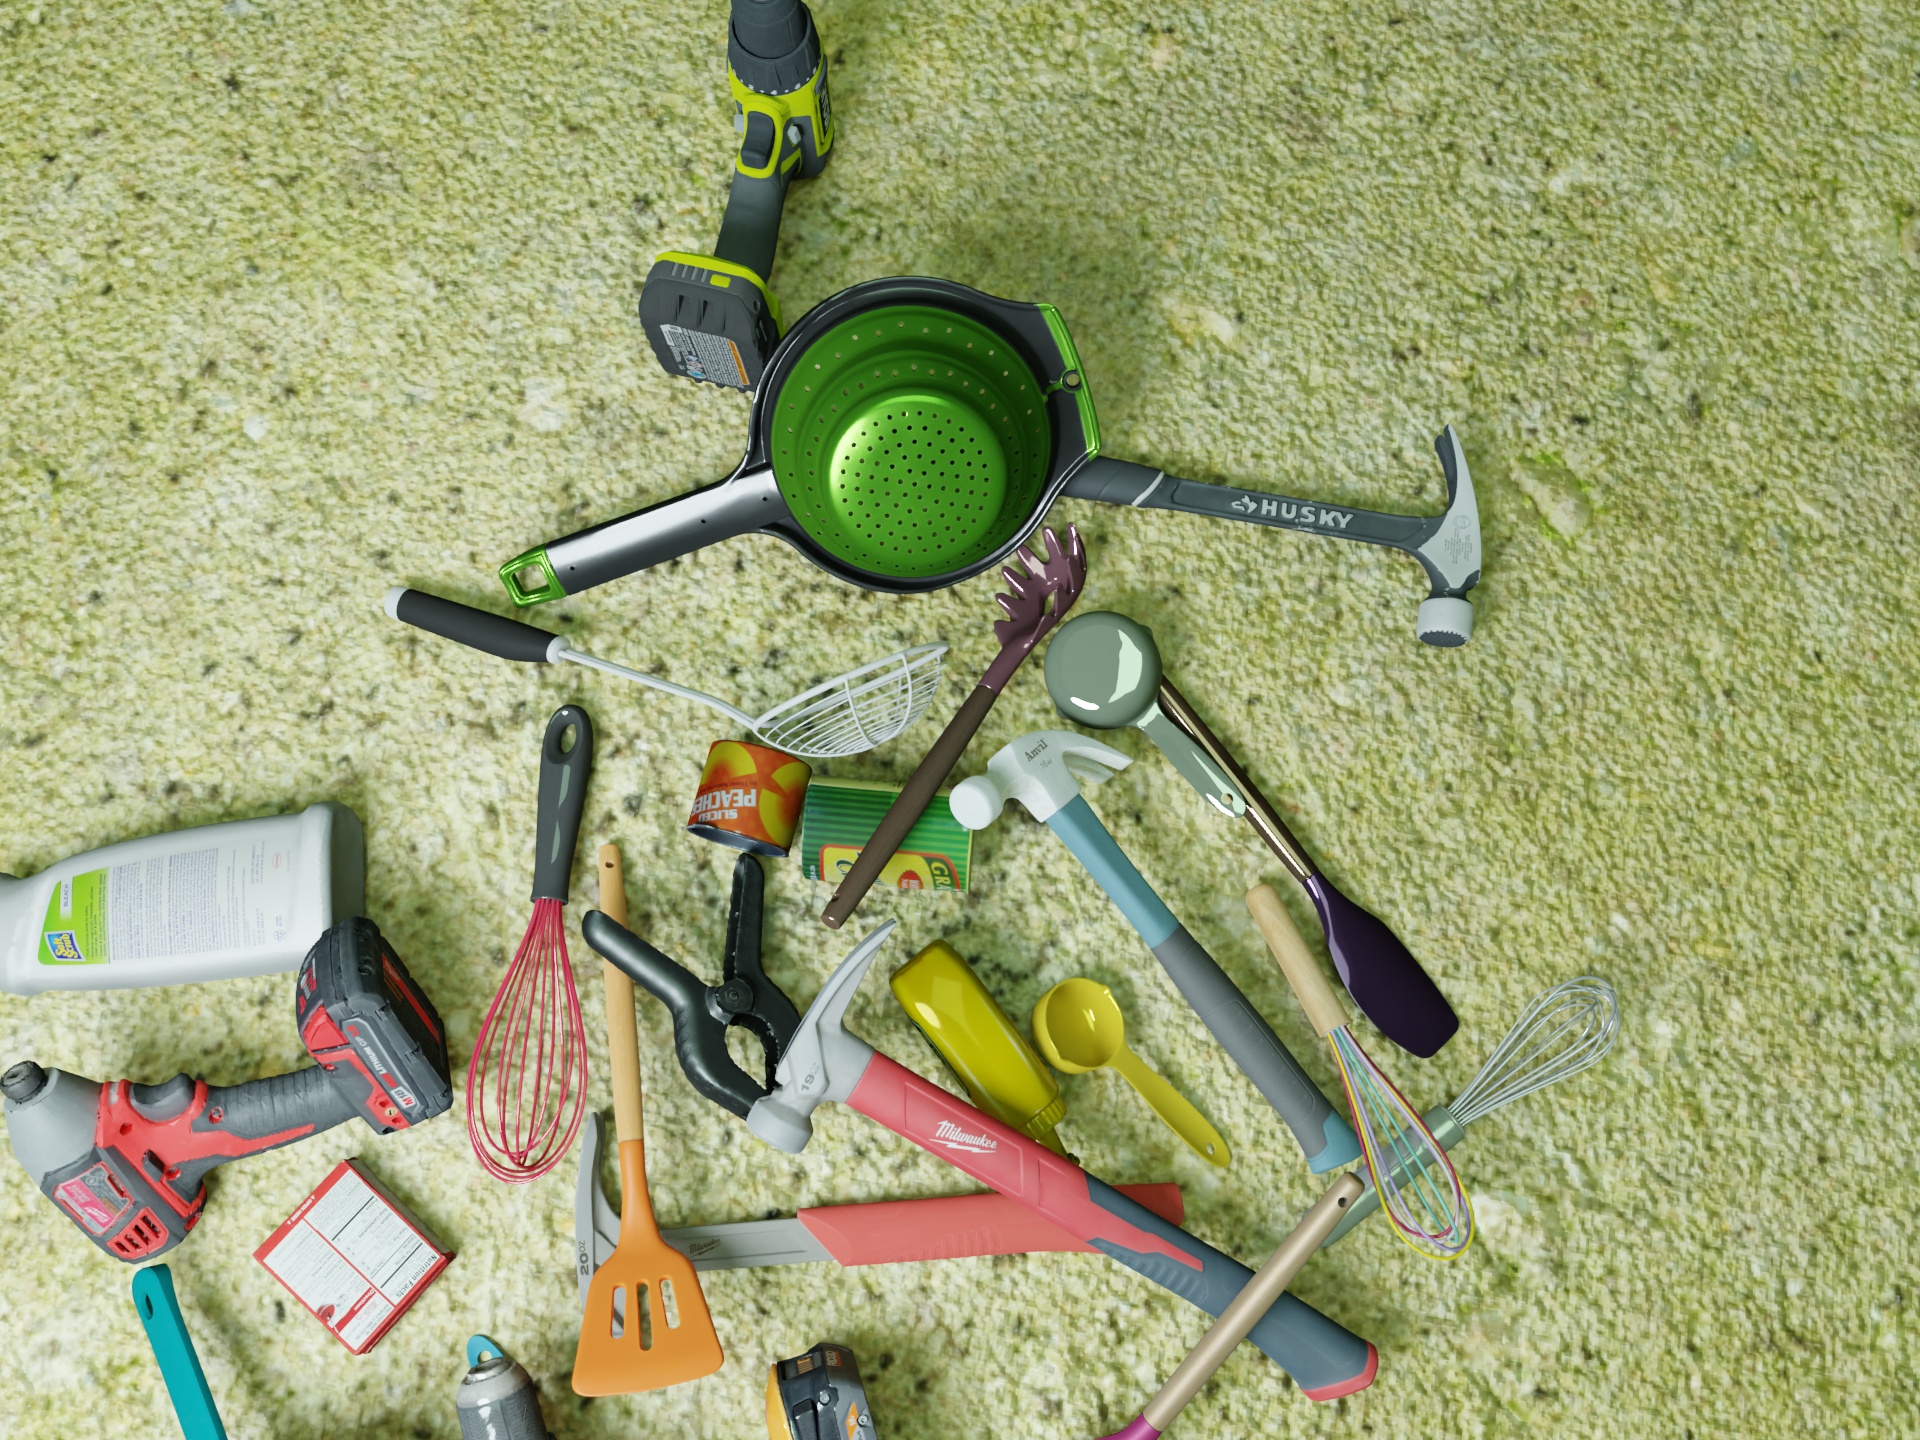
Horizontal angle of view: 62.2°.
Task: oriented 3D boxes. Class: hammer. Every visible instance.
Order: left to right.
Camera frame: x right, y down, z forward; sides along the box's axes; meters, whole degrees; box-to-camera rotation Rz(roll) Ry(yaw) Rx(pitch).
[{"bbox_3d":[-0.047,0.297,0.952,0.359,0.036,0.149,-4,78,-3],"label":"hammer"},{"bbox_3d":[0.078,0.266,0.916,0.386,0.038,0.143,31,86,-3],"label":"hammer"},{"bbox_3d":[0.133,0.143,0.973,0.331,0.033,0.128,51,43,1],"label":"hammer"},{"bbox_3d":[0.147,-0.157,1.063,0.409,0.036,0.149,11,76,0],"label":"hammer"}]

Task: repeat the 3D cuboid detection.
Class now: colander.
[{"bbox_3d":[-0.106,-0.134,0.981,0.397,0.095,0.204,-19,116,6],"label":"colander"}]

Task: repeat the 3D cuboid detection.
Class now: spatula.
[{"bbox_3d":[-0.194,0.220,0.929,0.081,0.041,0.323,-6,65,-11],"label":"spatula"},{"bbox_3d":[0.206,0.080,1.018,0.060,0.018,0.316,-31,79,-32],"label":"spatula"}]

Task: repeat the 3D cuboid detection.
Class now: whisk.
[{"bbox_3d":[-0.253,0.130,0.972,0.073,0.073,0.296,2,71,-2],"label":"whisk"},{"bbox_3d":[0.235,0.207,0.960,0.047,0.051,0.245,-30,65,8],"label":"whisk"},{"bbox_3d":[0.307,0.240,0.976,0.246,0.058,0.059,-37,115,-5],"label":"whisk"}]

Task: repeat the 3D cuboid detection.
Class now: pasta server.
[{"bbox_3d":[-0.002,-0.003,0.975,0.040,0.060,0.316,52,55,-28],"label":"pasta server"}]

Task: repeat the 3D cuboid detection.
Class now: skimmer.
[{"bbox_3d":[-0.189,-0.055,0.991,0.363,0.127,0.090,17,97,11],"label":"skimmer"}]

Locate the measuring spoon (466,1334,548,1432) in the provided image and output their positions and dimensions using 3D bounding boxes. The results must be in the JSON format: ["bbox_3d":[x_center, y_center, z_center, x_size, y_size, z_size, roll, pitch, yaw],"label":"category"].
[{"bbox_3d":[-0.250,0.415,0.930,0.042,0.021,0.129,-35,72,-14],"label":"measuring spoon"}]

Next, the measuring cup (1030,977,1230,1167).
[{"bbox_3d":[0.105,0.223,0.981,0.156,0.029,0.062,45,53,-6],"label":"measuring cup"}]

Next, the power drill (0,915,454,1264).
[{"bbox_3d":[-0.417,0.210,0.906,0.219,0.143,0.079,-26,35,-8],"label":"power drill"}]

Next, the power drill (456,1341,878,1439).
[{"bbox_3d":[-0.158,0.419,0.880,0.226,0.084,0.185,-16,88,-10],"label":"power drill"}]

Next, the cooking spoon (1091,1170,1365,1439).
[{"bbox_3d":[0.124,0.377,0.897,0.069,0.017,0.319,36,99,-1],"label":"cooking spoon"}]

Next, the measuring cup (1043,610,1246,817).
[{"bbox_3d":[0.120,-0.002,1.010,0.083,0.038,0.168,-44,75,4],"label":"measuring cup"}]

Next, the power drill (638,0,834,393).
[{"bbox_3d":[-0.136,-0.343,1.016,0.080,0.190,0.228,13,81,1],"label":"power drill"}]

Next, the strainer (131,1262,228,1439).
[{"bbox_3d":[-0.357,0.443,0.876,0.211,0.095,0.341,-47,64,22],"label":"strainer"}]
